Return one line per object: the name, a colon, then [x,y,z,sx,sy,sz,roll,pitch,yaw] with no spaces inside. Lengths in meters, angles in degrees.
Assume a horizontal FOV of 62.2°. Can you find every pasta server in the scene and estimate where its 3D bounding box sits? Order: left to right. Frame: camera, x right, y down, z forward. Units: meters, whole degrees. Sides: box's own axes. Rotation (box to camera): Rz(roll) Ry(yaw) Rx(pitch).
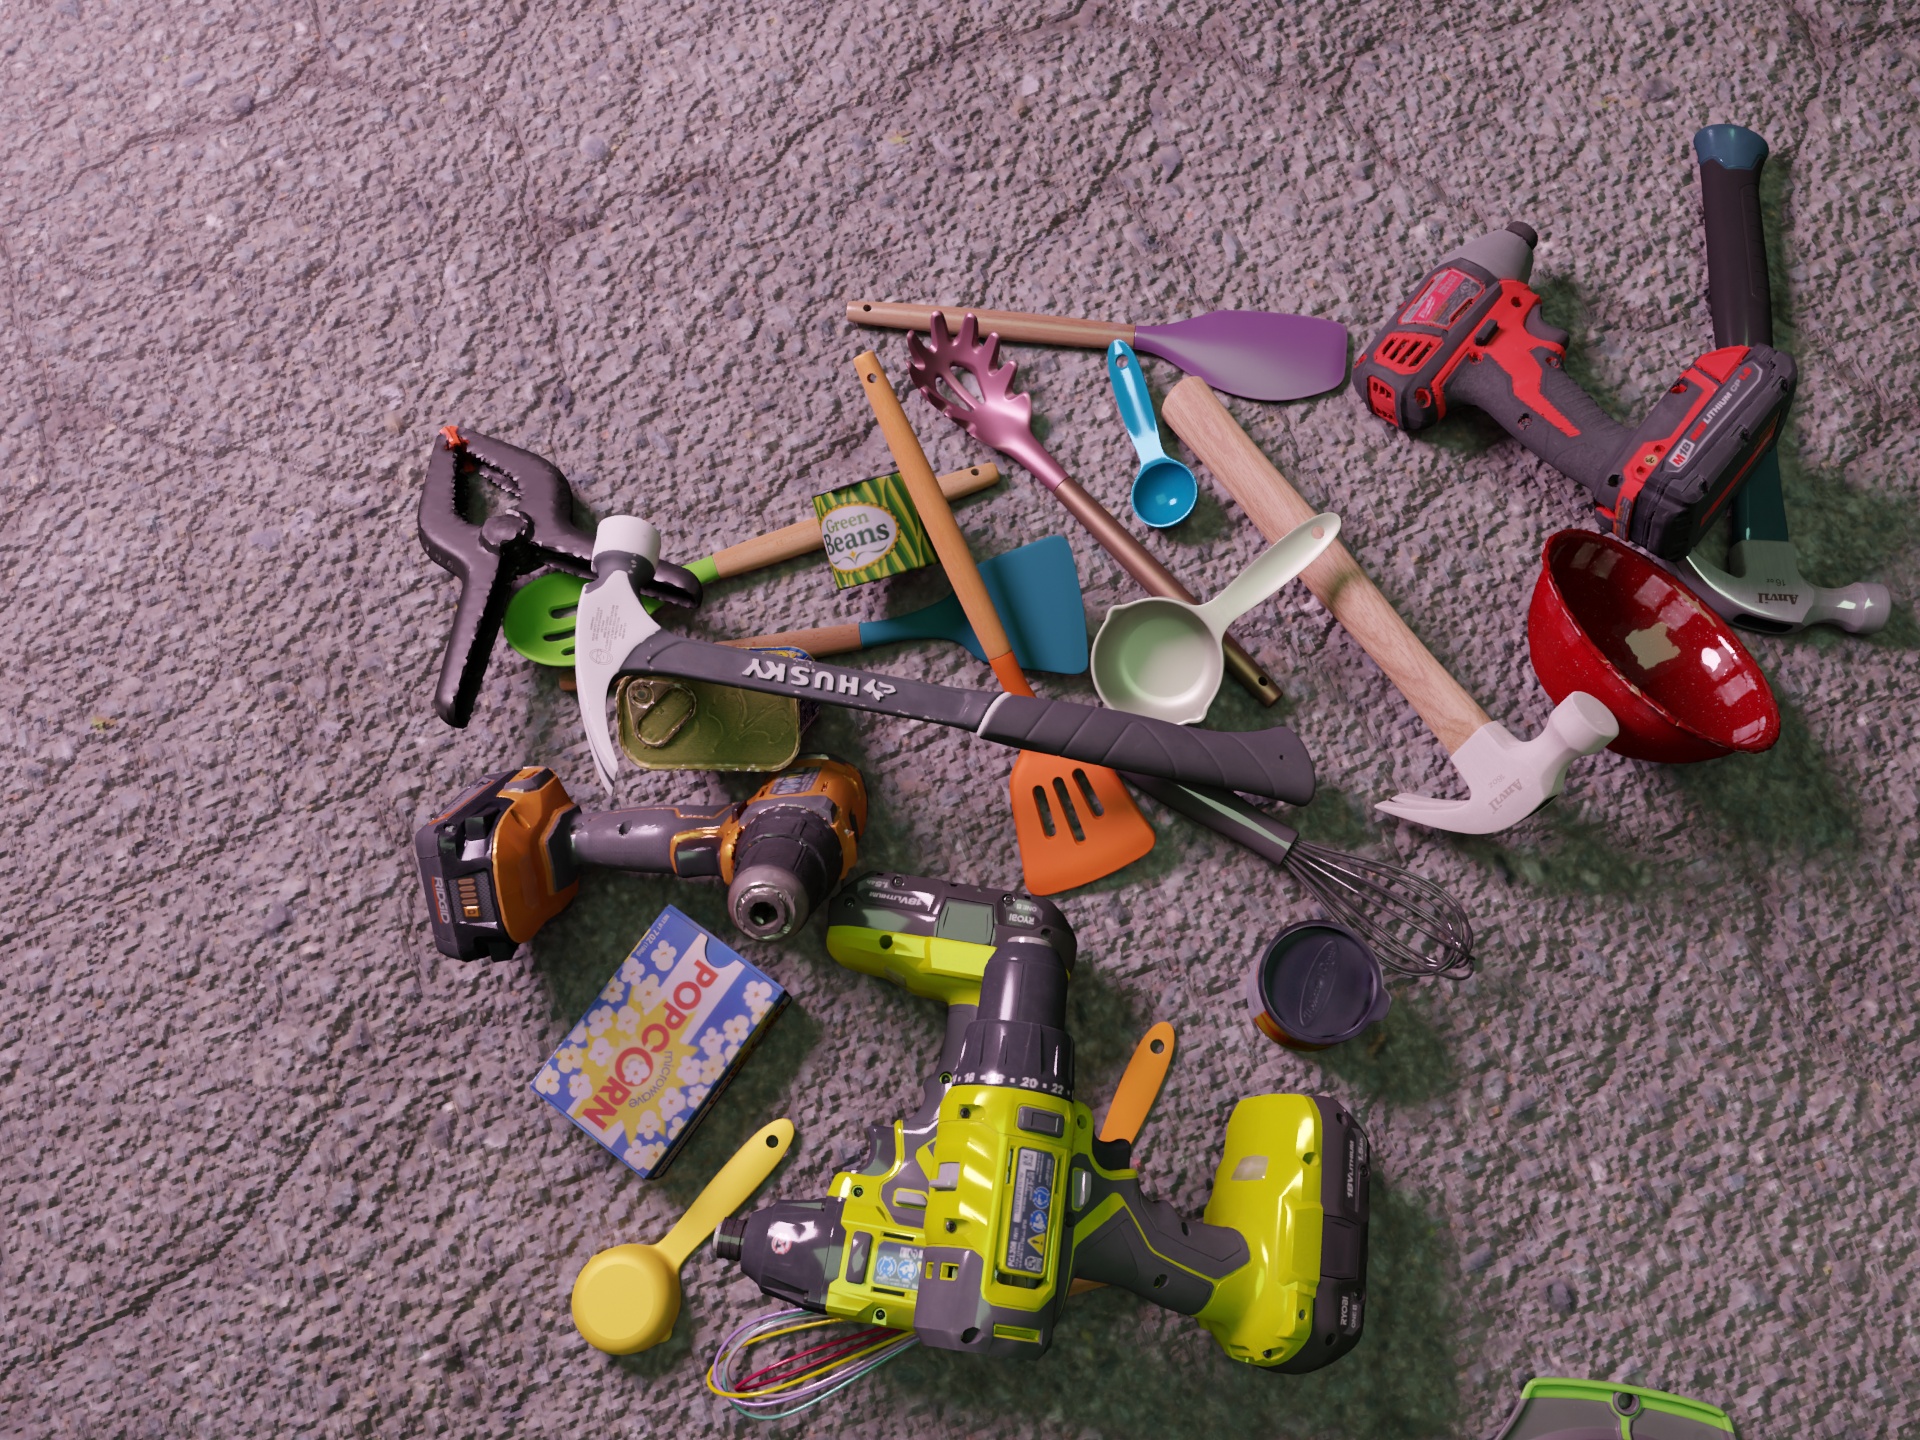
pasta server: [0.081,-0.126,0.961,0.060,0.040,0.316,-40,77,-12]

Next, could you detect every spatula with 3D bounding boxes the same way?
spatula: [-0.085,-0.046,0.945,0.317,0.044,0.082,-9,102,3]
spatula: [0.013,-0.058,0.901,0.081,0.041,0.322,-23,100,11]
spatula: [0.084,-0.242,1.002,0.316,0.018,0.060,7,78,4]

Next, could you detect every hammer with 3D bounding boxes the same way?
hammer: [-0.001,-0.003,0.849,0.408,0.036,0.149,11,61,-11]
hammer: [0.219,-0.074,0.914,0.031,0.130,0.332,-11,57,-42]
hammer: [0.478,-0.212,0.964,0.128,0.033,0.331,3,74,3]

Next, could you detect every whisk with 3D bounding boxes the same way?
whisk: [-0.014,0.317,0.841,0.245,0.047,0.051,-15,73,-4]
whisk: [0.182,0.074,0.895,0.239,0.055,0.055,31,79,15]

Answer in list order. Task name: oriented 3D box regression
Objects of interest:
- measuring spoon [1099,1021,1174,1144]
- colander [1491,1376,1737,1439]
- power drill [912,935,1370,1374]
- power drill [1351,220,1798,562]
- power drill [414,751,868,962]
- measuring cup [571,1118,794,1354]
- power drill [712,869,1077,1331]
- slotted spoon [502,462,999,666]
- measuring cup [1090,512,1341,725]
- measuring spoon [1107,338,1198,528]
measuring spoon: [0.091,0.220,0.876,0.021,0.011,0.117,25,77,10]
colander: [0.315,0.524,0.735,0.204,0.094,0.397,7,75,5]
power drill: [0.090,0.221,0.784,0.228,0.080,0.191,19,66,-25]
power drill: [0.356,-0.201,0.928,0.220,0.078,0.143,37,84,27]
power drill: [-0.167,0.075,0.847,0.226,0.185,0.084,-5,105,4]
measuring cup: [-0.148,0.277,0.865,0.062,0.029,0.156,41,82,13]
power drill: [-0.027,0.201,0.838,0.171,0.080,0.223,9,68,4]
slotted spoon: [-0.124,-0.100,0.971,0.313,0.031,0.070,-20,63,-4]
measuring cup: [0.149,-0.062,0.911,0.167,0.038,0.083,-40,87,14]
measuring spoon: [0.116,-0.176,0.979,0.042,0.021,0.129,-21,73,21]
